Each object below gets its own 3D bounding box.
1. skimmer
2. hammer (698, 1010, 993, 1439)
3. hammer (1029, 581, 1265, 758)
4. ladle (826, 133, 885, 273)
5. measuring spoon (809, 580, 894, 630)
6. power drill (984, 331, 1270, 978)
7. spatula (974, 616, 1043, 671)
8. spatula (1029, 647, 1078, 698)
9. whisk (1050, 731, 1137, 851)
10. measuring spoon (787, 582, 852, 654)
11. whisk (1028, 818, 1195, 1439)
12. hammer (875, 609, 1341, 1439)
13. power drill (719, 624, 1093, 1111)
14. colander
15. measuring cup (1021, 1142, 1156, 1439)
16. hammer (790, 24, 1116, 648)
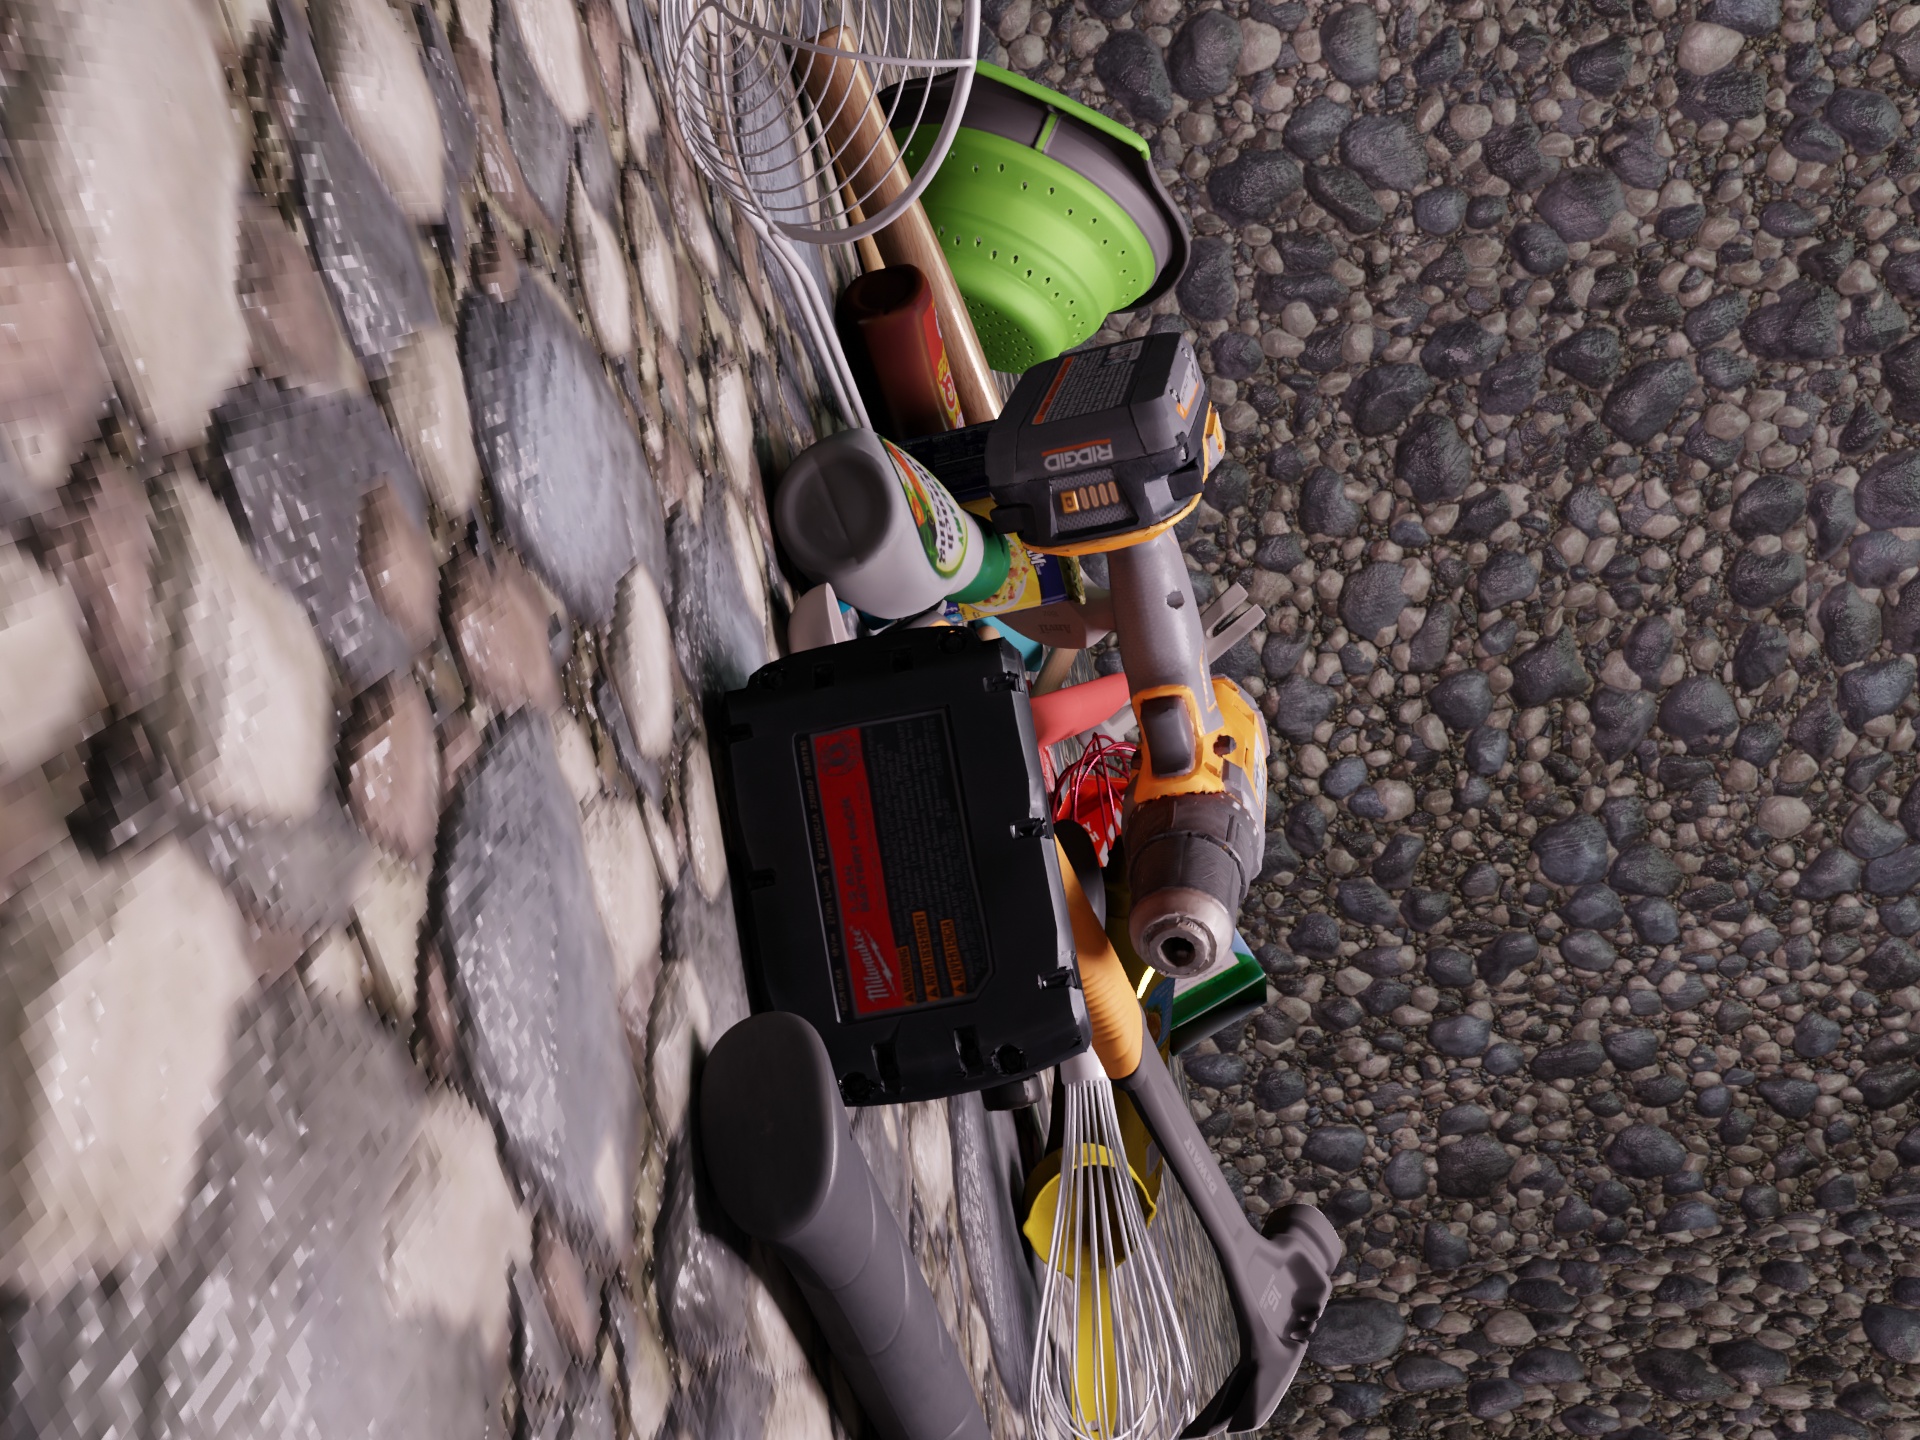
[{"bbox_3d":[-0.023,-0.150,0.584,0.127,0.090,0.363,43,-12,25],"label":"skimmer"},{"bbox_3d":[0.009,0.223,0.453,0.149,0.036,0.408,-94,169,-51],"label":"hammer"},{"bbox_3d":[0.079,-0.014,0.903,0.037,0.149,0.359,50,20,9],"label":"hammer"},{"bbox_3d":[-0.028,-0.198,0.882,0.069,0.031,0.315,-85,160,-61],"label":"ladle"},{"bbox_3d":[-0.035,-0.053,0.602,0.128,0.021,0.042,-51,129,-80],"label":"measuring spoon"},{"bbox_3d":[0.077,-0.024,0.648,0.185,0.084,0.226,-67,144,-60],"label":"power drill"},{"bbox_3d":[0.026,-0.048,0.950,0.317,0.044,0.082,-71,161,-79],"label":"spatula"},{"bbox_3d":[0.055,-0.016,1.034,0.316,0.018,0.059,-61,139,-59],"label":"spatula"},{"bbox_3d":[0.097,0.132,0.904,0.073,0.073,0.295,-90,171,-57],"label":"whisk"},{"bbox_3d":[-0.043,-0.016,0.541,0.124,0.018,0.034,76,2,-78],"label":"measuring spoon"},{"bbox_3d":[0.057,0.179,0.675,0.070,0.070,0.285,60,25,-67],"label":"whisk"},{"bbox_3d":[0.051,0.111,0.634,0.337,0.034,0.127,62,33,-4],"label":"hammer"},{"bbox_3d":[-0.003,0.055,0.489,0.219,0.078,0.143,53,27,-80],"label":"power drill"},{"bbox_3d":[0.010,-0.255,0.991,0.397,0.204,0.094,138,-24,-81],"label":"colander"},{"bbox_3d":[0.057,0.267,0.736,0.029,0.062,0.156,-124,-150,-71],"label":"measuring cup"},{"bbox_3d":[-0.003,-0.183,0.810,0.031,0.130,0.331,-40,115,-34],"label":"hammer"}]
